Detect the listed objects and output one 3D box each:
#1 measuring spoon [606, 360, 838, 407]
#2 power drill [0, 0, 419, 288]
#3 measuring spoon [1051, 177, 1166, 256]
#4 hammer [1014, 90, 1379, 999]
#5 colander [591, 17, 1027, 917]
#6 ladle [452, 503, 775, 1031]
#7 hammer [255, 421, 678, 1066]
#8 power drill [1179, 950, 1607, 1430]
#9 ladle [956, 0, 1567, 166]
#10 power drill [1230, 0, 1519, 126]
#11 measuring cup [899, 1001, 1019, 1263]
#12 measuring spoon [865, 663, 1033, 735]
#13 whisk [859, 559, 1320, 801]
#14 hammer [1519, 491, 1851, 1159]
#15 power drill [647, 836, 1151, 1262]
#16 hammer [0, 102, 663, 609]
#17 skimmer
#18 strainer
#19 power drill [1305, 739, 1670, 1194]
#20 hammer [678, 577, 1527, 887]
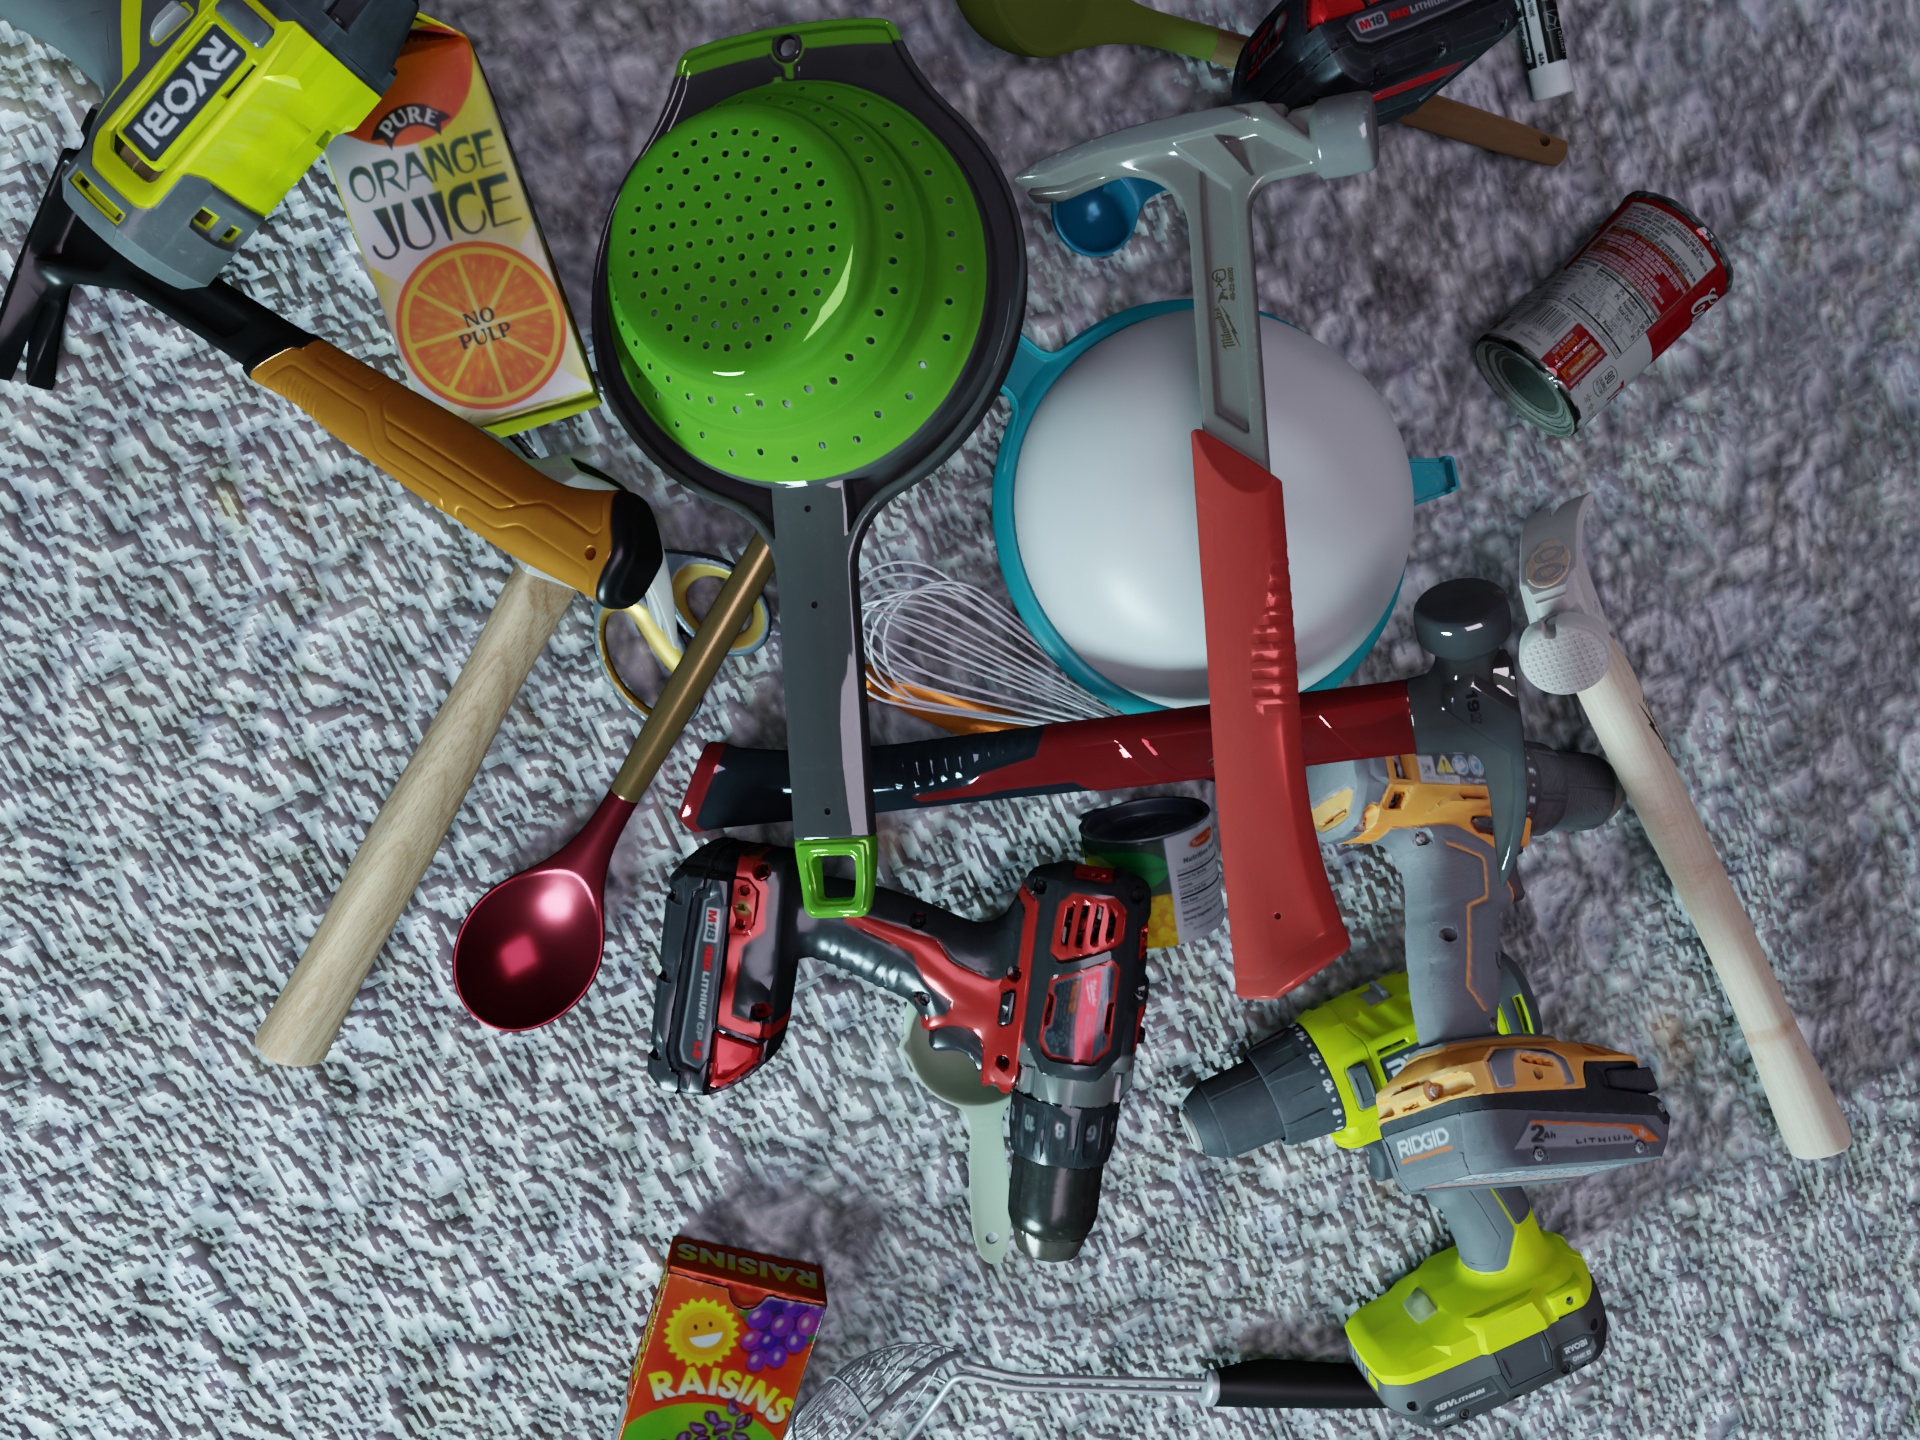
[{"bbox_3d":[-0.106,-0.157,0.749,0.124,0.018,0.034,3,101,-8],"label":"measuring spoon"},{"bbox_3d":[-0.321,-0.301,0.617,0.223,0.080,0.171,43,93,9],"label":"power drill"},{"bbox_3d":[0.097,-0.262,0.761,0.128,0.021,0.042,-32,101,-10],"label":"measuring spoon"},{"bbox_3d":[0.105,-0.069,0.645,0.149,0.036,0.359,-5,84,22],"label":"hammer"},{"bbox_3d":[-0.074,-0.109,0.672,0.204,0.094,0.397,-4,91,14],"label":"colander"},{"bbox_3d":[-0.149,0.014,0.759,0.069,0.031,0.315,31,101,-7],"label":"ladle"},{"bbox_3d":[-0.239,0.028,0.733,0.130,0.031,0.331,19,111,-39],"label":"hammer"},{"bbox_3d":[0.235,0.252,0.851,0.190,0.080,0.228,-22,101,-4],"label":"power drill"},{"bbox_3d":[0.146,-0.311,0.736,0.320,0.062,0.078,12,83,-13],"label":"ladle"},{"bbox_3d":[0.132,-0.363,0.682,0.143,0.078,0.219,-26,91,-22],"label":"power drill"},{"bbox_3d":[0.011,0.200,0.829,0.083,0.038,0.167,-5,104,-7],"label":"measuring cup"},{"bbox_3d":[-0.001,-0.003,0.798,0.117,0.011,0.021,19,98,-11],"label":"measuring spoon"},{"bbox_3d":[0.069,-0.002,0.789,0.284,0.070,0.070,22,98,-16],"label":"whisk"},{"bbox_3d":[0.386,0.074,0.834,0.038,0.146,0.410,-19,117,31],"label":"hammer"},{"bbox_3d":[-0.027,0.151,0.757,0.226,0.080,0.188,7,93,5],"label":"power drill"},{"bbox_3d":[-0.259,-0.129,0.643,0.337,0.034,0.127,31,98,18],"label":"hammer"},{"bbox_3d":[0.081,0.385,0.849,0.363,0.090,0.127,5,133,-12],"label":"skimmer"},{"bbox_3d":[0.075,-0.140,0.719,0.340,0.095,0.211,36,80,-8],"label":"strainer"},{"bbox_3d":[0.268,0.106,0.776,0.185,0.084,0.226,3,64,-24],"label":"power drill"},{"bbox_3d":[0.055,0.029,0.729,0.386,0.038,0.143,-7,124,18],"label":"hammer"}]
